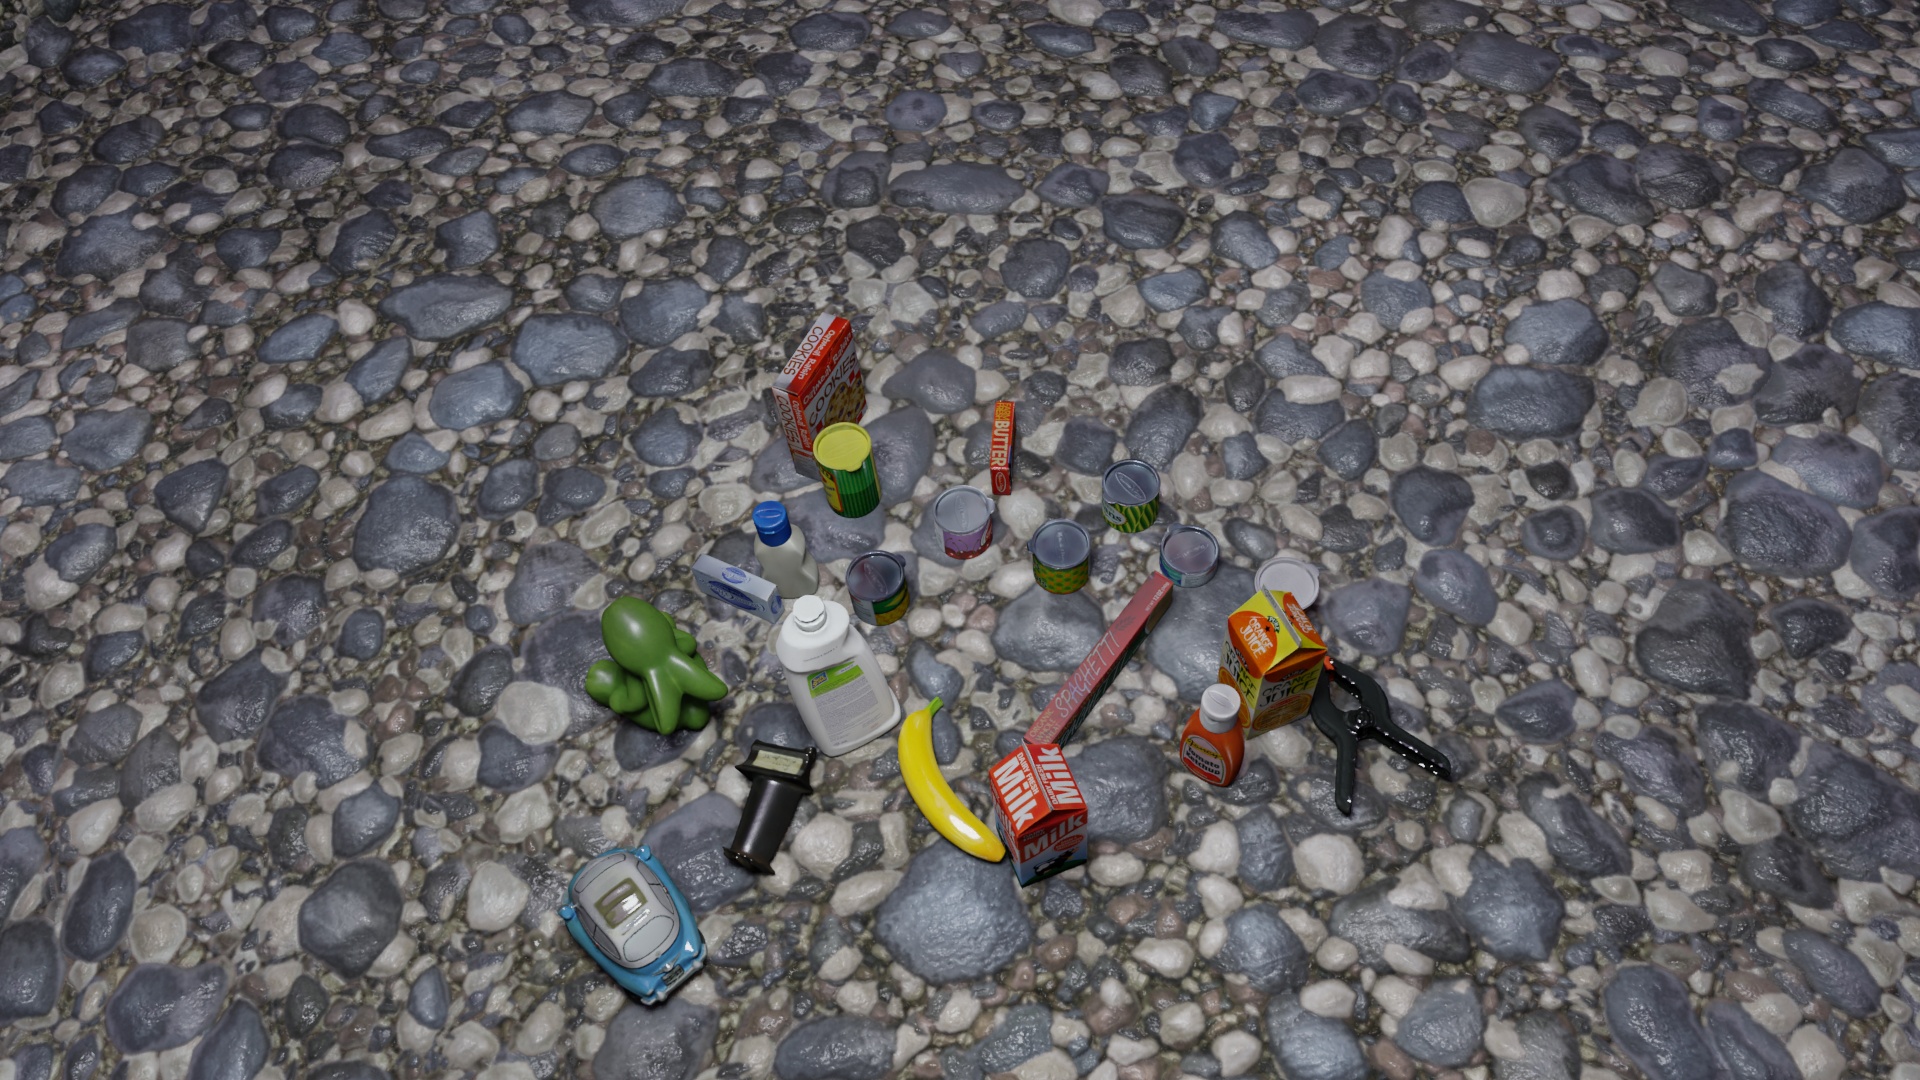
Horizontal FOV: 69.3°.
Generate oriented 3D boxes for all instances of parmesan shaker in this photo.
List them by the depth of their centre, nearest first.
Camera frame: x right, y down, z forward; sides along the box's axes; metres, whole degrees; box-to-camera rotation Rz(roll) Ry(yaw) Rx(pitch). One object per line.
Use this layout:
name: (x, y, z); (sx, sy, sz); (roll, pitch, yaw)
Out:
parmesan shaker: (-0.129, -0.078, 1.610); (0.071, 0.102, 0.071); (-2, 57, 3)

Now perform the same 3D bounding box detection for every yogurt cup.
yogurt cup: (0.352, 0.060, 1.509); (0.072, 0.053, 0.073); (-2, 57, 3)

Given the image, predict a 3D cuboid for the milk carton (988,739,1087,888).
milk carton: (0.075, 0.257, 1.320); (0.073, 0.189, 0.072); (-20, 58, -8)

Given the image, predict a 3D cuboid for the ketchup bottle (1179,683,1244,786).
ketchup bottle: (0.252, 0.190, 1.375); (0.065, 0.148, 0.044); (31, 65, 22)

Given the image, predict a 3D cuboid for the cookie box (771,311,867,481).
cookie box: (-0.162, -0.167, 1.634); (0.040, 0.166, 0.123); (19, 61, 17)

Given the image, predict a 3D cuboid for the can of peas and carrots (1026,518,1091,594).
can of peas and carrots: (0.111, 0.019, 1.553); (0.071, 0.058, 0.071); (-2, 57, 3)

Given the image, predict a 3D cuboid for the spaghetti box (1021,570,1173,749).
spaghetti box: (0.148, 0.137, 1.478); (0.029, 0.050, 0.251); (30, 64, 22)

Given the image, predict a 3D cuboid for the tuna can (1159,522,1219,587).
tuna can: (0.255, 0.016, 1.559); (0.071, 0.032, 0.071); (-2, 57, 3)

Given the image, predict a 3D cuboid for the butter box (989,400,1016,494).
butter box: (0.051, -0.110, 1.647); (0.024, 0.053, 0.104); (2, 57, 6)

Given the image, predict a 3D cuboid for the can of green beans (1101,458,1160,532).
can of green beans: (0.195, -0.051, 1.593); (0.071, 0.057, 0.071); (-2, 57, 3)

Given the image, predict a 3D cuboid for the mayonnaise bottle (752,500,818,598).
mayonnaise bottle: (-0.197, 0.011, 1.530); (0.065, 0.147, 0.041); (-3, 57, 3)

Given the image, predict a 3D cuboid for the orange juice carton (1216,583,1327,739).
orange juice carton: (0.311, 0.119, 1.391); (0.073, 0.191, 0.072); (-21, 58, -8)

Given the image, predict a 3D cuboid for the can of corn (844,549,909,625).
can of corn: (-0.090, 0.052, 1.548); (0.071, 0.058, 0.071); (-2, 57, 3)

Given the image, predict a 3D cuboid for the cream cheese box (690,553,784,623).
cream cheese box: (-0.250, 0.054, 1.563); (0.104, 0.053, 0.024); (22, 61, 18)

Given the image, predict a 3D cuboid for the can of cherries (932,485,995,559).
can of cherries: (0.006, -0.020, 1.588); (0.071, 0.058, 0.072); (-2, 57, 3)
